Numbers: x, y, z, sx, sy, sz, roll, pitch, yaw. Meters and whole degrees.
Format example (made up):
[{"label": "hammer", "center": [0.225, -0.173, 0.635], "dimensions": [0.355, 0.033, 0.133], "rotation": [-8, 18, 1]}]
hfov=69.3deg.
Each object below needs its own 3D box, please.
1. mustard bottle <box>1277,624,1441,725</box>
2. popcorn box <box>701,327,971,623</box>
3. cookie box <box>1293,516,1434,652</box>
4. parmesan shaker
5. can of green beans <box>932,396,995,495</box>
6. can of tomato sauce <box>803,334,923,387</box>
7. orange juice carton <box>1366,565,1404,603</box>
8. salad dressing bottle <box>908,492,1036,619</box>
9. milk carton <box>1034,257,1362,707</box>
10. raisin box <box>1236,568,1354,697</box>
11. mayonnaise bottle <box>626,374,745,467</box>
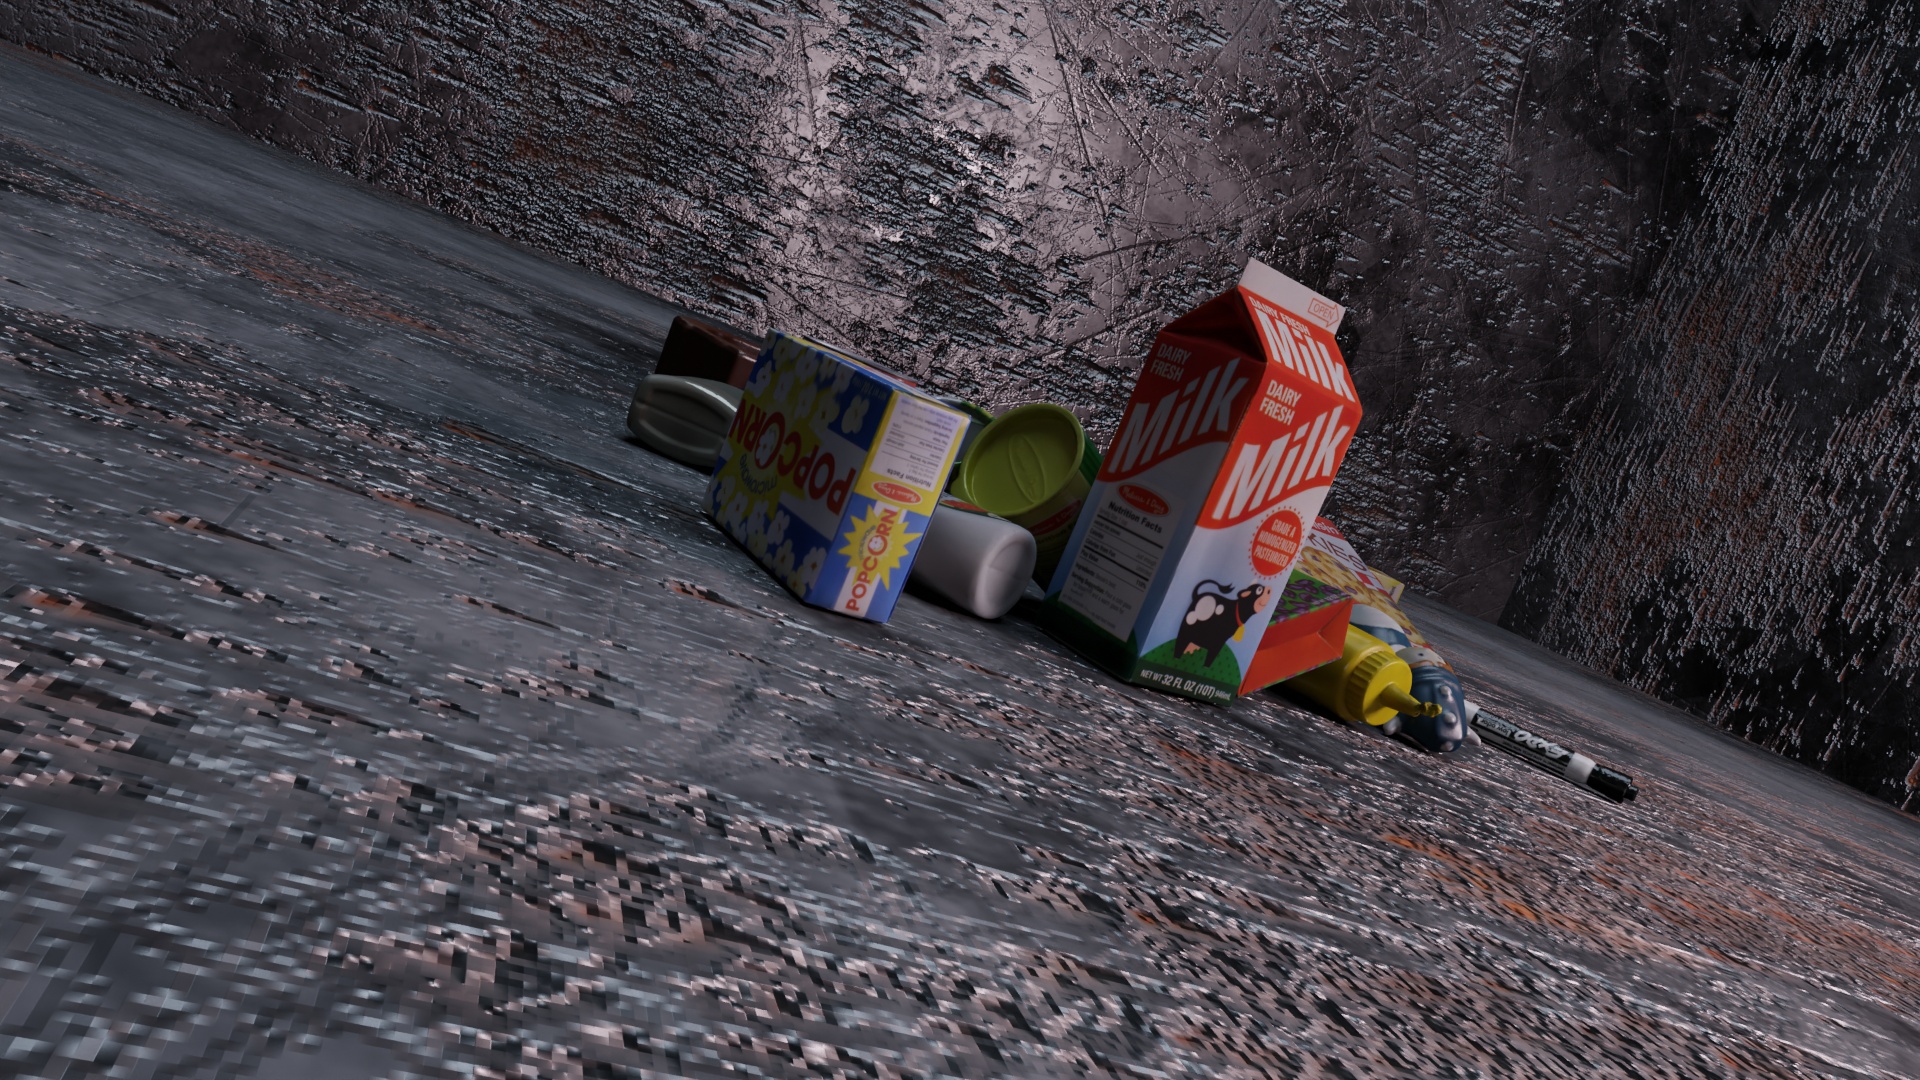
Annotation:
[{"label": "mustard bottle", "center": [0.198, 0.065, 0.771], "dimensions": [0.065, 0.048, 0.160], "rotation": [19, 8, -38]}, {"label": "popcorn box", "center": [-0.053, -0.029, 0.550], "dimensions": [0.038, 0.085, 0.127], "rotation": [17, 8, -33]}, {"label": "cookie box", "center": [0.252, 0.034, 0.994], "dimensions": [0.123, 0.040, 0.168], "rotation": [18, 30, -32]}, {"label": "parmesan shaker", "center": [0.049, -0.011, 0.693], "dimensions": [0.071, 0.071, 0.102], "rotation": [28, -14, 43]}, {"label": "can of green beans", "center": [-0.013, -0.034, 0.725], "dimensions": [0.071, 0.057, 0.071], "rotation": [4, 37, -3]}, {"label": "can of tomato sauce", "center": [-0.067, -0.060, 0.753], "dimensions": [0.071, 0.083, 0.071], "rotation": [22, 6, -3]}, {"label": "orange juice carton", "center": [0.262, 0.027, 1.167], "dimensions": [0.193, 0.071, 0.073], "rotation": [23, 6, 1]}, {"label": "salad dressing bottle", "center": [-0.034, -0.012, 0.650], "dimensions": [0.148, 0.044, 0.064], "rotation": [26, 2, 33]}, {"label": "milk carton", "center": [0.115, -0.028, 0.633], "dimensions": [0.072, 0.190, 0.073], "rotation": [17, 8, -38]}, {"label": "raisin box", "center": [0.131, 0.032, 0.739], "dimensions": [0.086, 0.040, 0.123], "rotation": [-14, 28, -36]}, {"label": "mayonnaise bottle", "center": [-0.136, -0.067, 0.777], "dimensions": [0.065, 0.041, 0.148], "rotation": [23, 6, 1]}]
